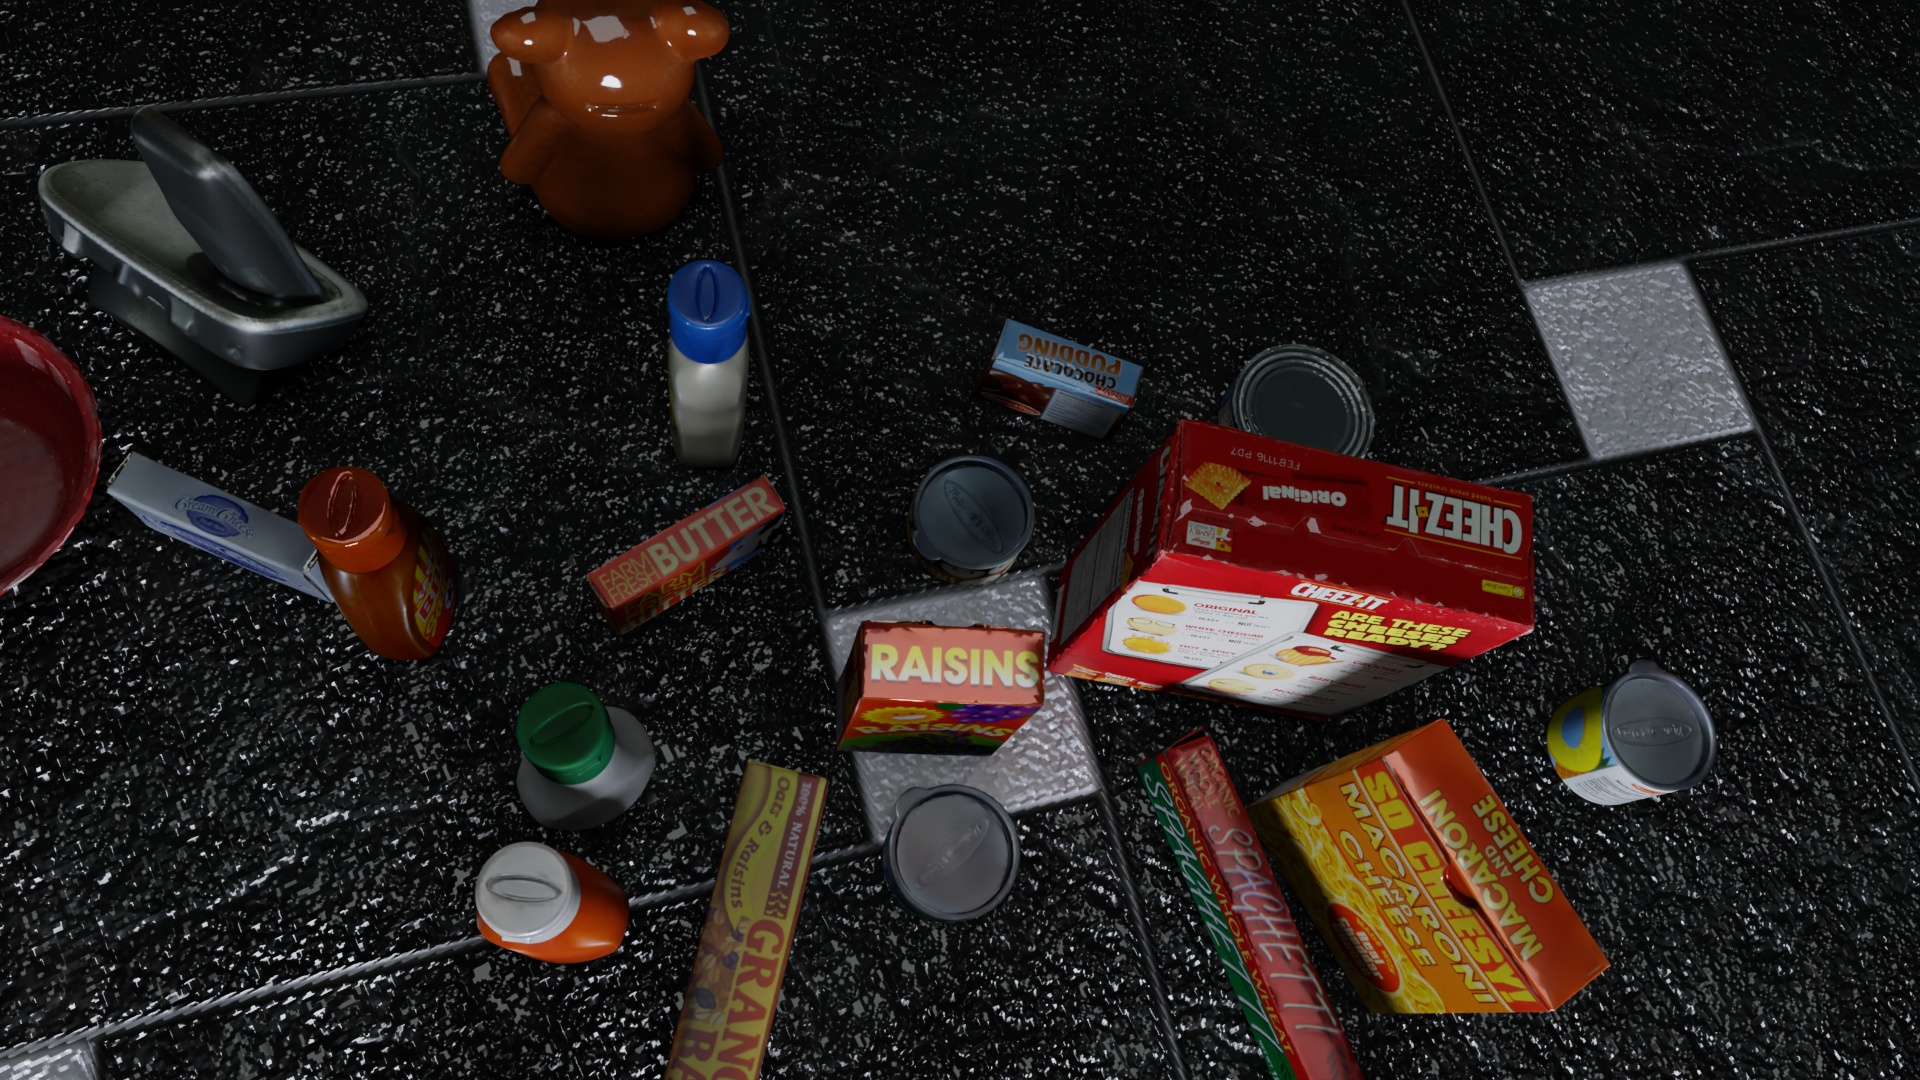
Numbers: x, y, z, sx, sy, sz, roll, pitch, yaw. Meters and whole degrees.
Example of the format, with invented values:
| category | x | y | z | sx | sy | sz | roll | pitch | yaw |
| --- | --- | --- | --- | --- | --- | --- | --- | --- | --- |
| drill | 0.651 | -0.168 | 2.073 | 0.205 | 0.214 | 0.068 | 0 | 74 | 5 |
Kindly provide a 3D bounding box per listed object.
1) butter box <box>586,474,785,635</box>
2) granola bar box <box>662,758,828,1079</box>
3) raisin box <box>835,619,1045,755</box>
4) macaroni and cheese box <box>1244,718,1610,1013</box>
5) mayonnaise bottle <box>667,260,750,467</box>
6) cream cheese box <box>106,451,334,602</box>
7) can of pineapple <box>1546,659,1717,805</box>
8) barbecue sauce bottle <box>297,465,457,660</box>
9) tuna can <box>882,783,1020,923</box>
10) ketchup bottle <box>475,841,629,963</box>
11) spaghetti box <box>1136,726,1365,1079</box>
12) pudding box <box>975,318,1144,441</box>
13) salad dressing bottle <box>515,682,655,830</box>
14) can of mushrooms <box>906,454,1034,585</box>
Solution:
| category | x | y | z | sx | sy | sz | roll | pitch | yaw |
| --- | --- | --- | --- | --- | --- | --- | --- | --- | --- |
| butter box | -0.139 | 0.008 | 0.713 | 0.104 | 0.053 | 0.024 | -32 | 79 | -19 |
| granola bar box | -0.099 | 0.191 | 0.618 | 0.039 | 0.123 | 0.166 | 14 | 69 | -5 |
| raisin box | -0.013 | 0.074 | 0.675 | 0.086 | 0.123 | 0.040 | 4 | 71 | -9 |
| macaroni and cheese box | 0.211 | 0.162 | 0.661 | 0.040 | 0.166 | 0.124 | -28 | 78 | -18 |
| mayonnaise bottle | -0.127 | -0.089 | 0.698 | 0.041 | 0.147 | 0.065 | 0 | 71 | -10 |
| cream cheese box | -0.354 | -0.005 | 0.679 | 0.104 | 0.053 | 0.024 | 24 | 69 | -1 |
| can of pineapple | 0.369 | 0.108 | 0.766 | 0.071 | 0.057 | 0.071 | 3 | 71 | -9 |
| barbecue sauce bottle | -0.266 | 0.009 | 0.639 | 0.044 | 0.148 | 0.065 | 4 | 71 | -9 |
| tuna can | -0.007 | 0.155 | 0.695 | 0.071 | 0.032 | 0.071 | 3 | 70 | -9 |
| ketchup bottle | -0.180 | 0.158 | 0.601 | 0.065 | 0.148 | 0.044 | 9 | 70 | -7 |
| spaghetti box | 0.156 | 0.217 | 0.694 | 0.029 | 0.050 | 0.250 | -19 | 75 | -16 |
| pudding box | 0.055 | -0.090 | 0.784 | 0.084 | 0.049 | 0.030 | 19 | 69 | -3 |
| salad dressing bottle | -0.171 | 0.097 | 0.625 | 0.064 | 0.147 | 0.044 | -32 | 80 | -18 |
| can of mushrooms | 0.003 | -0.009 | 0.755 | 0.071 | 0.033 | 0.071 | 3 | 70 | -9 |
